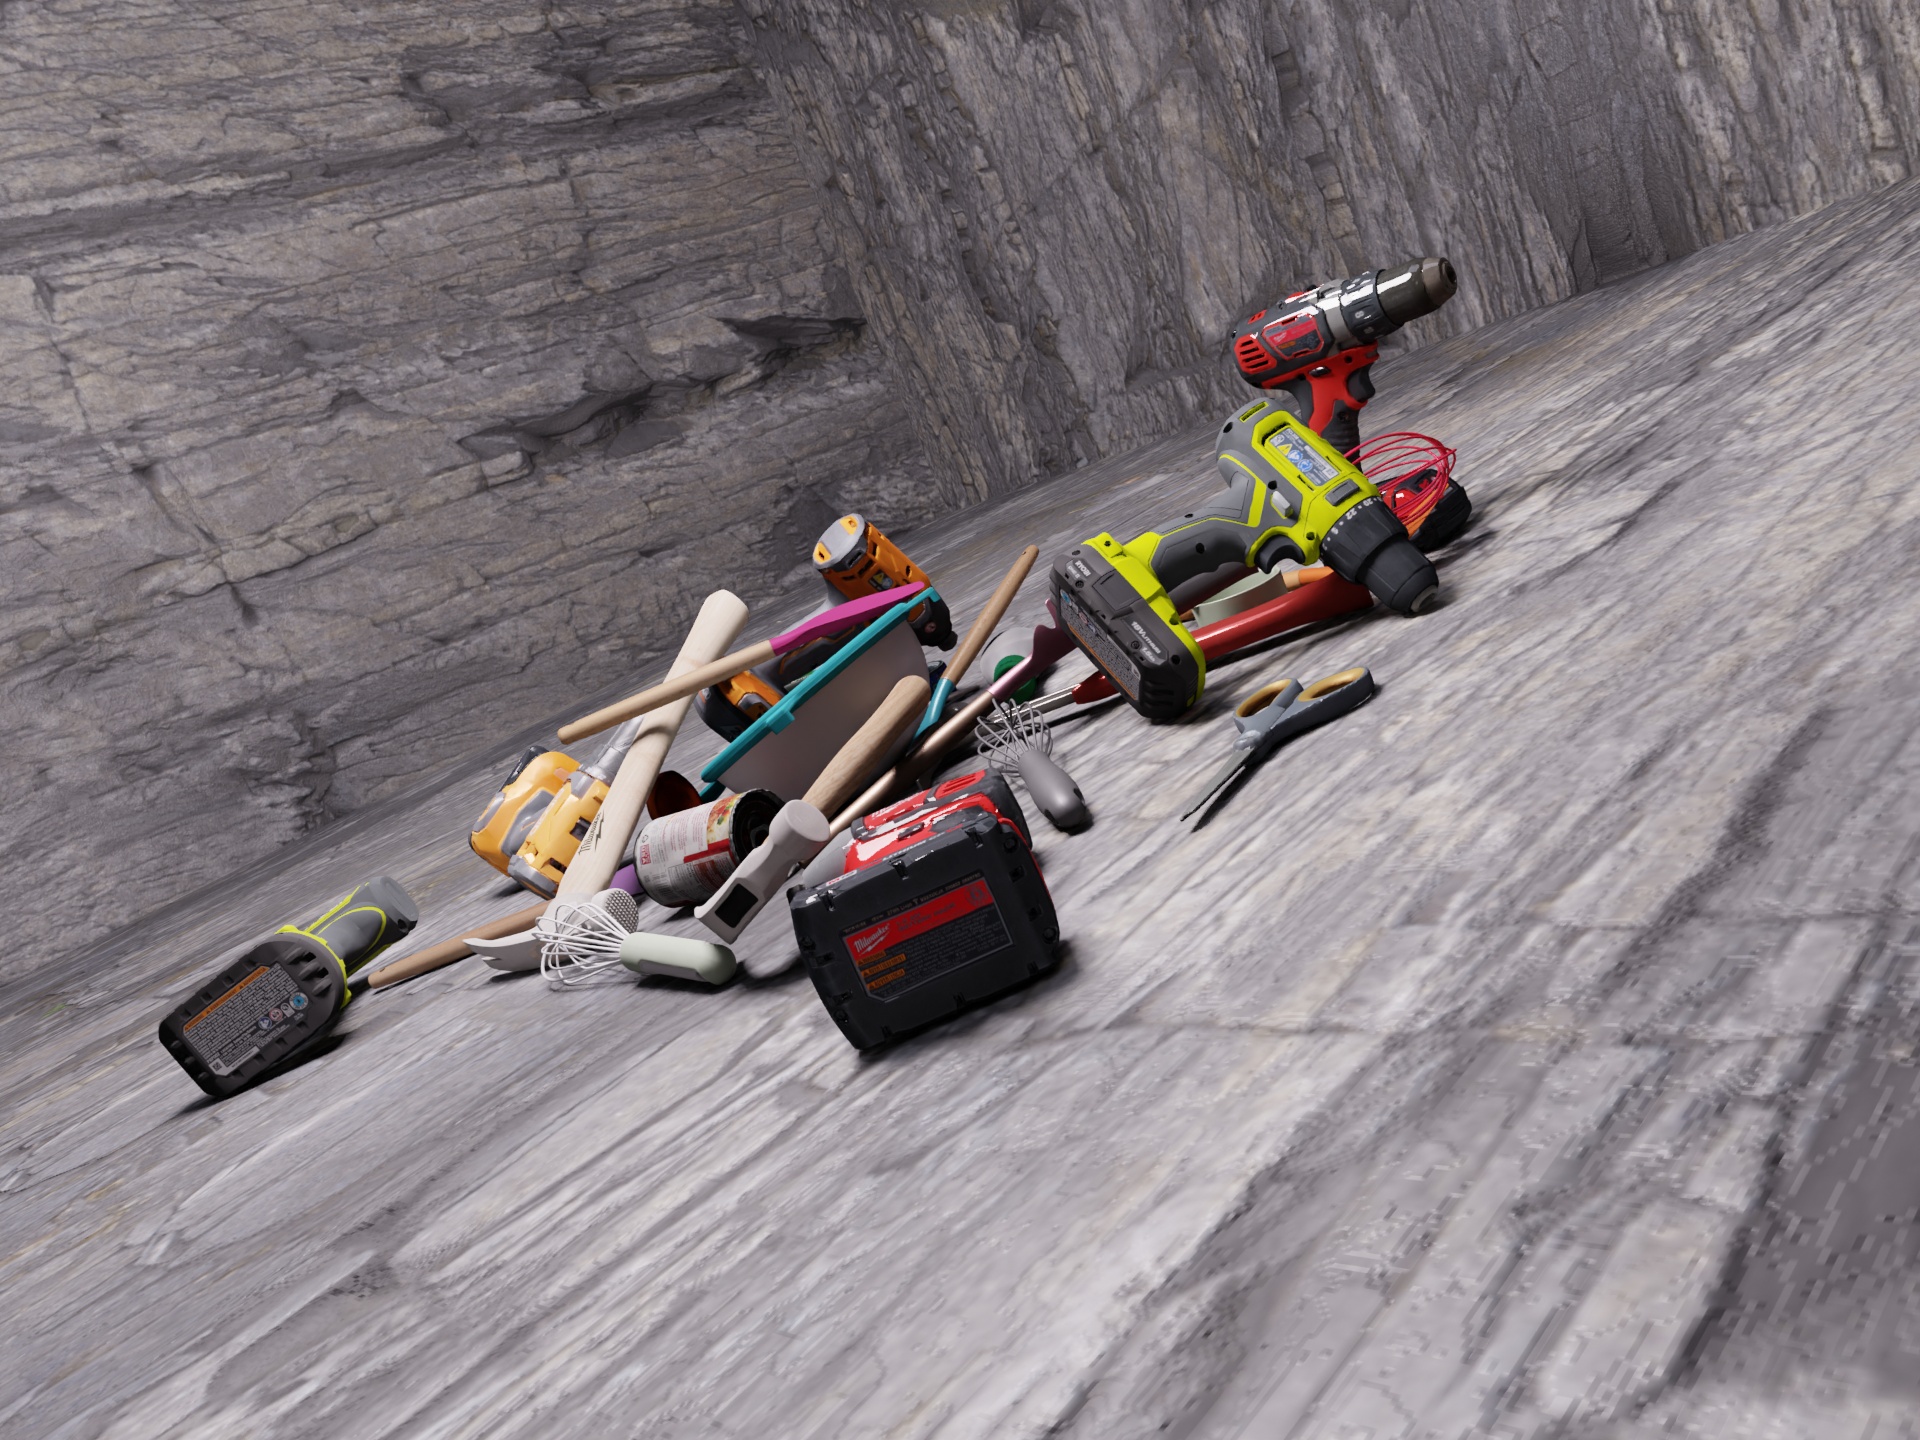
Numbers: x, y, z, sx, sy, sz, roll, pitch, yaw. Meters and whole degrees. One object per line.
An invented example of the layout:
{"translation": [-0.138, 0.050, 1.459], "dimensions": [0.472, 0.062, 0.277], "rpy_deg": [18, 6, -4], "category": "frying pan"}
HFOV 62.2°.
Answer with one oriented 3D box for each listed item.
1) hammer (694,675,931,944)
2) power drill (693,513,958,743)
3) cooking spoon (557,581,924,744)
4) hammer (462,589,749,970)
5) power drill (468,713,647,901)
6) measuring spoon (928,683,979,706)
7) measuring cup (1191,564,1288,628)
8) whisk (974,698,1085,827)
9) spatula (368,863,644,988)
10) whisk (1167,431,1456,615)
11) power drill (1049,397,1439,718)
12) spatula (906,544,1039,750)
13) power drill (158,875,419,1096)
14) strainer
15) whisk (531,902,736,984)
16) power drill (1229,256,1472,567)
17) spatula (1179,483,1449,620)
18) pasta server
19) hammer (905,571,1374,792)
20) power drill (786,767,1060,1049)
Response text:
{"translation": [-0.082, 0.043, 1.027], "dimensions": [0.130, 0.031, 0.331], "rpy_deg": [-48, 3, 26], "category": "hammer"}
{"translation": [-0.115, -0.057, 1.443], "dimensions": [0.226, 0.164, 0.084], "rpy_deg": [-46, 33, 6], "category": "power drill"}
{"translation": [-0.176, -0.048, 1.289], "dimensions": [0.319, 0.017, 0.069], "rpy_deg": [-23, 15, -3], "category": "cooking spoon"}
{"translation": [-0.263, 0.032, 1.290], "dimensions": [0.146, 0.038, 0.411], "rpy_deg": [-17, 35, 27], "category": "hammer"}
{"translation": [-0.349, 0.069, 1.428], "dimensions": [0.185, 0.084, 0.226], "rpy_deg": [-58, 23, -16], "category": "power drill"}
{"translation": [-0.023, -0.009, 1.463], "dimensions": [0.124, 0.018, 0.034], "rpy_deg": [-24, 8, -43], "category": "measuring spoon"}
{"translation": [0.209, -0.091, 1.299], "dimensions": [0.083, 0.038, 0.167], "rpy_deg": [-26, 9, -15], "category": "measuring cup"}
{"translation": [0.048, 0.027, 1.035], "dimensions": [0.055, 0.055, 0.239], "rpy_deg": [-24, 15, -2], "category": "whisk"}
{"translation": [-0.340, 0.158, 1.289], "dimensions": [0.316, 0.018, 0.060], "rpy_deg": [-22, 22, 8], "category": "spatula"}
{"translation": [0.235, -0.131, 1.191], "dimensions": [0.296, 0.073, 0.073], "rpy_deg": [-29, 10, 9], "category": "whisk"}
{"translation": [0.196, -0.104, 1.101], "dimensions": [0.228, 0.191, 0.080], "rpy_deg": [-34, -25, -12], "category": "power drill"}
{"translation": [-0.006, -0.059, 1.424], "dimensions": [0.082, 0.044, 0.318], "rpy_deg": [-12, 37, 47], "category": "spatula"}
{"translation": [-0.538, 0.212, 1.274], "dimensions": [0.171, 0.080, 0.223], "rpy_deg": [-37, 7, 0], "category": "power drill"}
{"translation": [-0.125, 0.033, 1.299], "dimensions": [0.211, 0.095, 0.340], "rpy_deg": [-43, 3, -37], "category": "strainer"}
{"translation": [-0.211, 0.148, 1.015], "dimensions": [0.246, 0.057, 0.059], "rpy_deg": [-4, 56, 52], "category": "whisk"}
{"translation": [0.335, -0.248, 1.277], "dimensions": [0.188, 0.226, 0.080], "rpy_deg": [-14, 14, 42], "category": "power drill"}
{"translation": [0.261, -0.120, 1.317], "dimensions": [0.322, 0.041, 0.081], "rpy_deg": [-14, 26, 47], "category": "spatula"}
{"translation": [-0.002, -0.004, 1.150], "dimensions": [0.316, 0.040, 0.060], "rpy_deg": [-41, -23, -17], "category": "pasta server"}
{"translation": [0.131, -0.036, 1.193], "dimensions": [0.359, 0.036, 0.149], "rpy_deg": [-21, 11, 16], "category": "hammer"}
{"translation": [-0.027, 0.087, 0.828], "dimensions": [0.143, 0.078, 0.220], "rpy_deg": [-23, 8, 0], "category": "power drill"}
